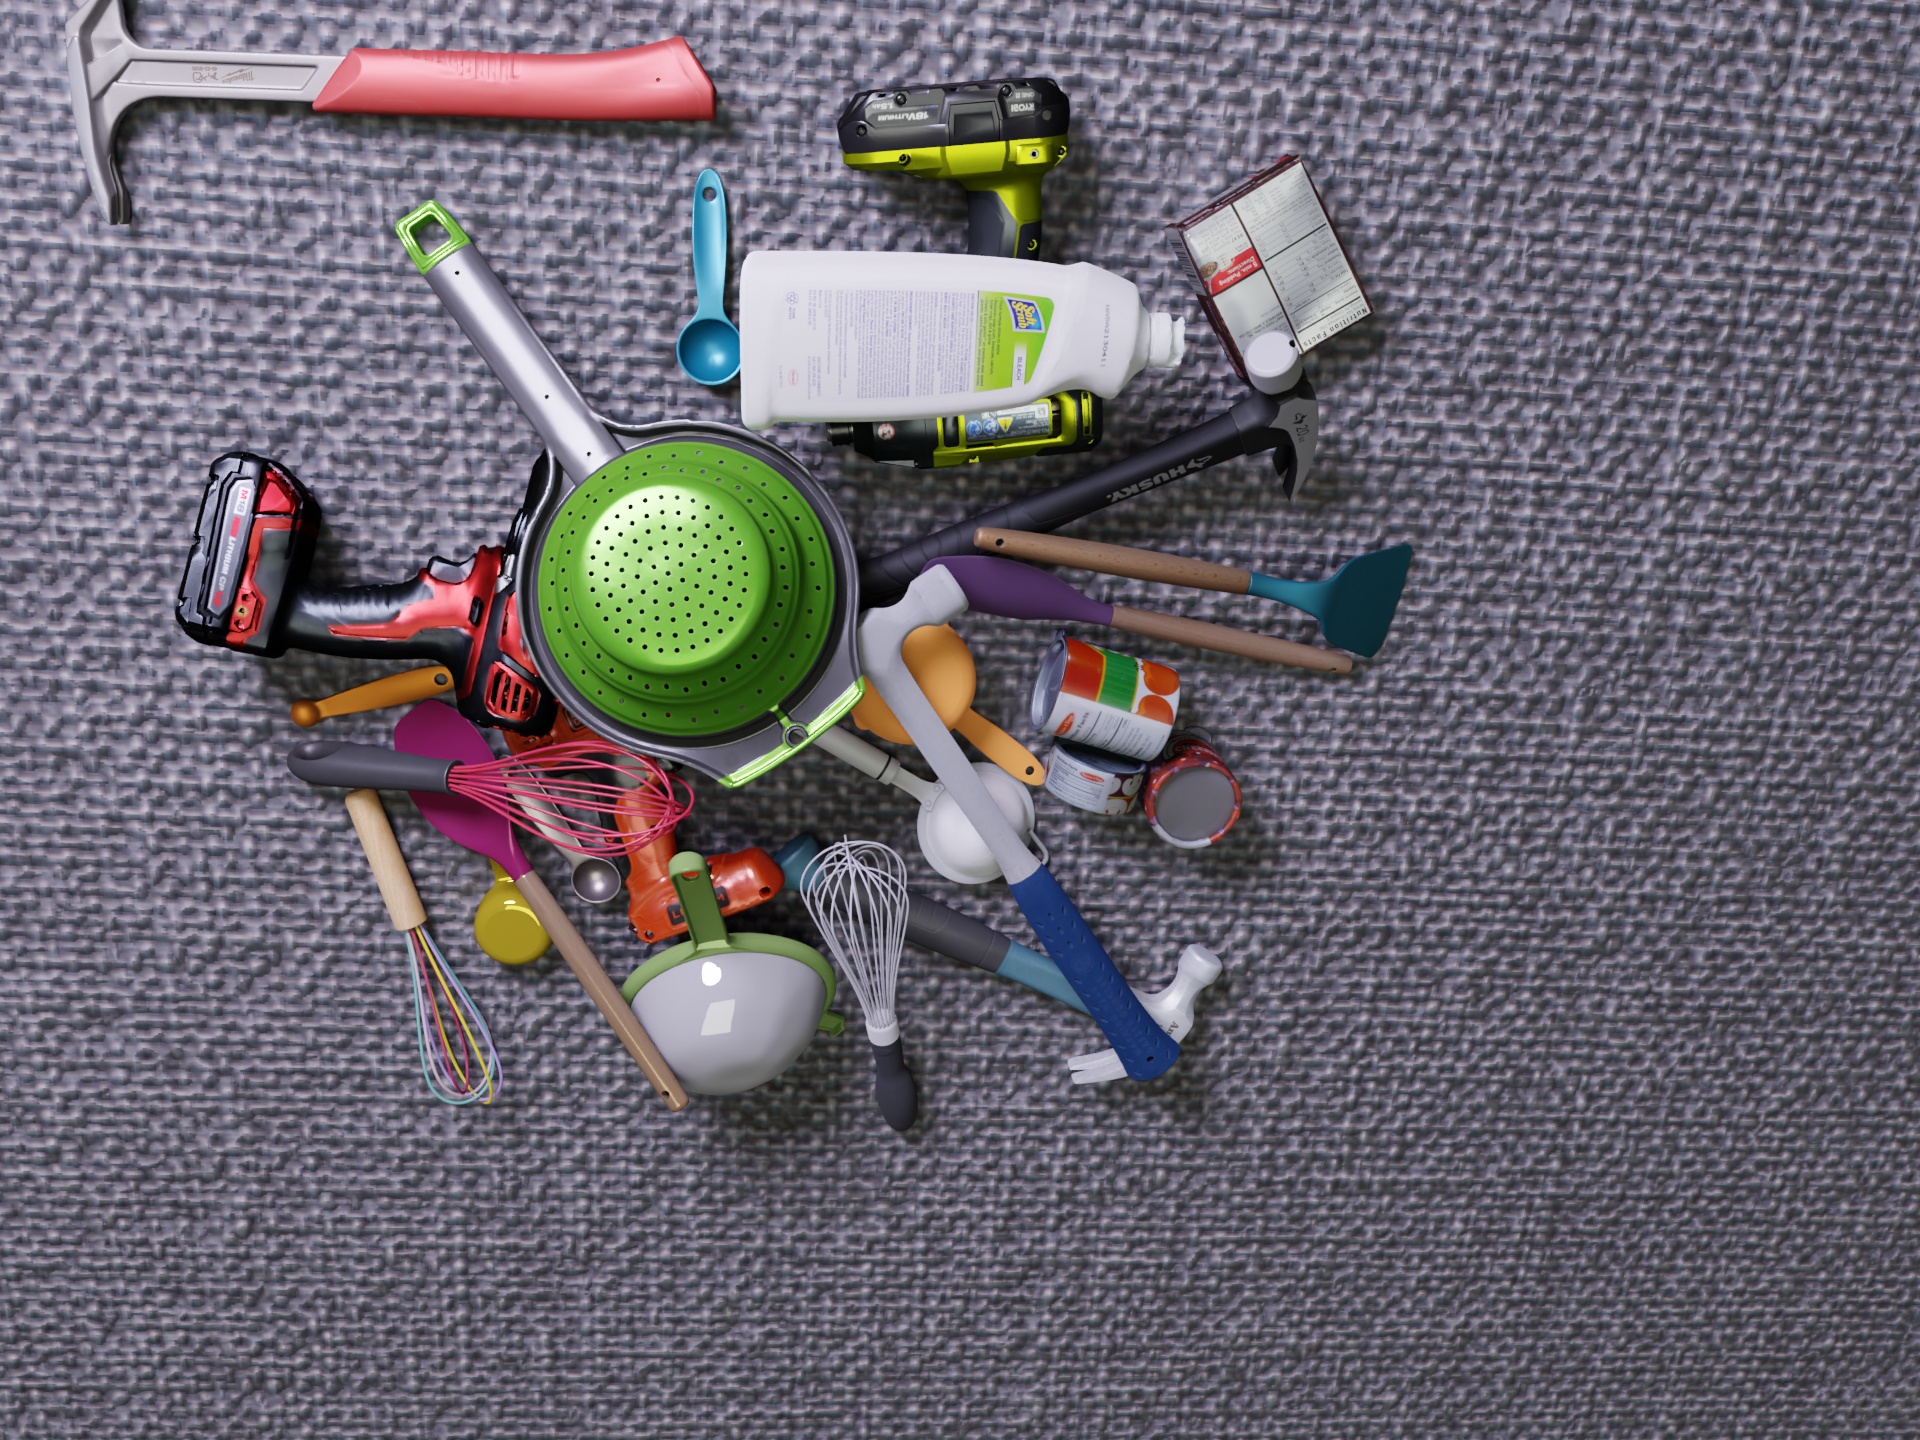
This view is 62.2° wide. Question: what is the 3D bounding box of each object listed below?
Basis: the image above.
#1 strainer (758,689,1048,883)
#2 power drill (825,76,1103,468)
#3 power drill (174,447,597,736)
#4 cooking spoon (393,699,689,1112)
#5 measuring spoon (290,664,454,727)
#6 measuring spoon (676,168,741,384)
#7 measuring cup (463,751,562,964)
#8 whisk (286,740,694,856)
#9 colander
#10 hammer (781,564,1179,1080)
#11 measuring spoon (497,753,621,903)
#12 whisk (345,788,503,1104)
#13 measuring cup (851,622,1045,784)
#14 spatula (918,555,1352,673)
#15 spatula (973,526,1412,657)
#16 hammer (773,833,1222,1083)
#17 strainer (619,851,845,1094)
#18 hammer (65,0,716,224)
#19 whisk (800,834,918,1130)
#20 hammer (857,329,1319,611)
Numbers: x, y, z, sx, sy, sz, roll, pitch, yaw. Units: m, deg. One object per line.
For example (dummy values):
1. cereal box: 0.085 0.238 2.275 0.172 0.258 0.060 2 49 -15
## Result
1. strainer: -0.043 0.039 1.087 0.258 0.050 0.087 30 88 -12
2. power drill: -0.005 -0.266 0.965 0.171 0.080 0.223 -6 113 -4
3. power drill: -0.339 -0.102 0.978 0.226 0.080 0.188 14 88 -11
4. cooking spoon: -0.274 0.124 1.050 0.069 0.017 0.319 -36 87 14
5. measuring spoon: -0.384 -0.016 1.046 0.117 0.011 0.021 -14 110 -1
6. measuring spoon: -0.154 -0.272 0.982 0.042 0.021 0.128 0 100 -6
7. measuring cup: -0.315 0.097 1.083 0.062 0.029 0.156 -10 112 -2
8. whisk: -0.303 0.039 1.006 0.296 0.073 0.073 6 110 18
9. colander: -0.209 -0.145 0.917 0.204 0.094 0.397 -36 90 -3
10. hammer: 0.032 0.096 1.059 0.144 0.035 0.405 -34 115 -1
11. measuring spoon: -0.275 0.072 1.090 0.034 0.018 0.124 -33 102 8
12. whisk: -0.373 0.160 1.096 0.051 0.047 0.245 -19 106 -12
13. measuring cup: -0.002 -0.003 1.061 0.173 0.052 0.095 38 90 -18
14. spatula: 0.123 -0.066 1.053 0.315 0.018 0.059 11 147 -19
15. spatula: 0.157 -0.095 1.031 0.317 0.044 0.082 8 110 -17
16. hammer: 0.018 0.162 1.138 0.331 0.033 0.128 25 104 -13
17. strainer: -0.157 0.180 1.044 0.151 0.069 0.256 -9 143 -5
18. hammer: -0.323 -0.359 0.920 0.359 0.037 0.149 0 109 -5
19. whisk: -0.060 0.191 1.104 0.070 0.070 0.284 -9 127 -3
20. hammer: 0.066 -0.135 1.013 0.335 0.035 0.146 -21 154 12
